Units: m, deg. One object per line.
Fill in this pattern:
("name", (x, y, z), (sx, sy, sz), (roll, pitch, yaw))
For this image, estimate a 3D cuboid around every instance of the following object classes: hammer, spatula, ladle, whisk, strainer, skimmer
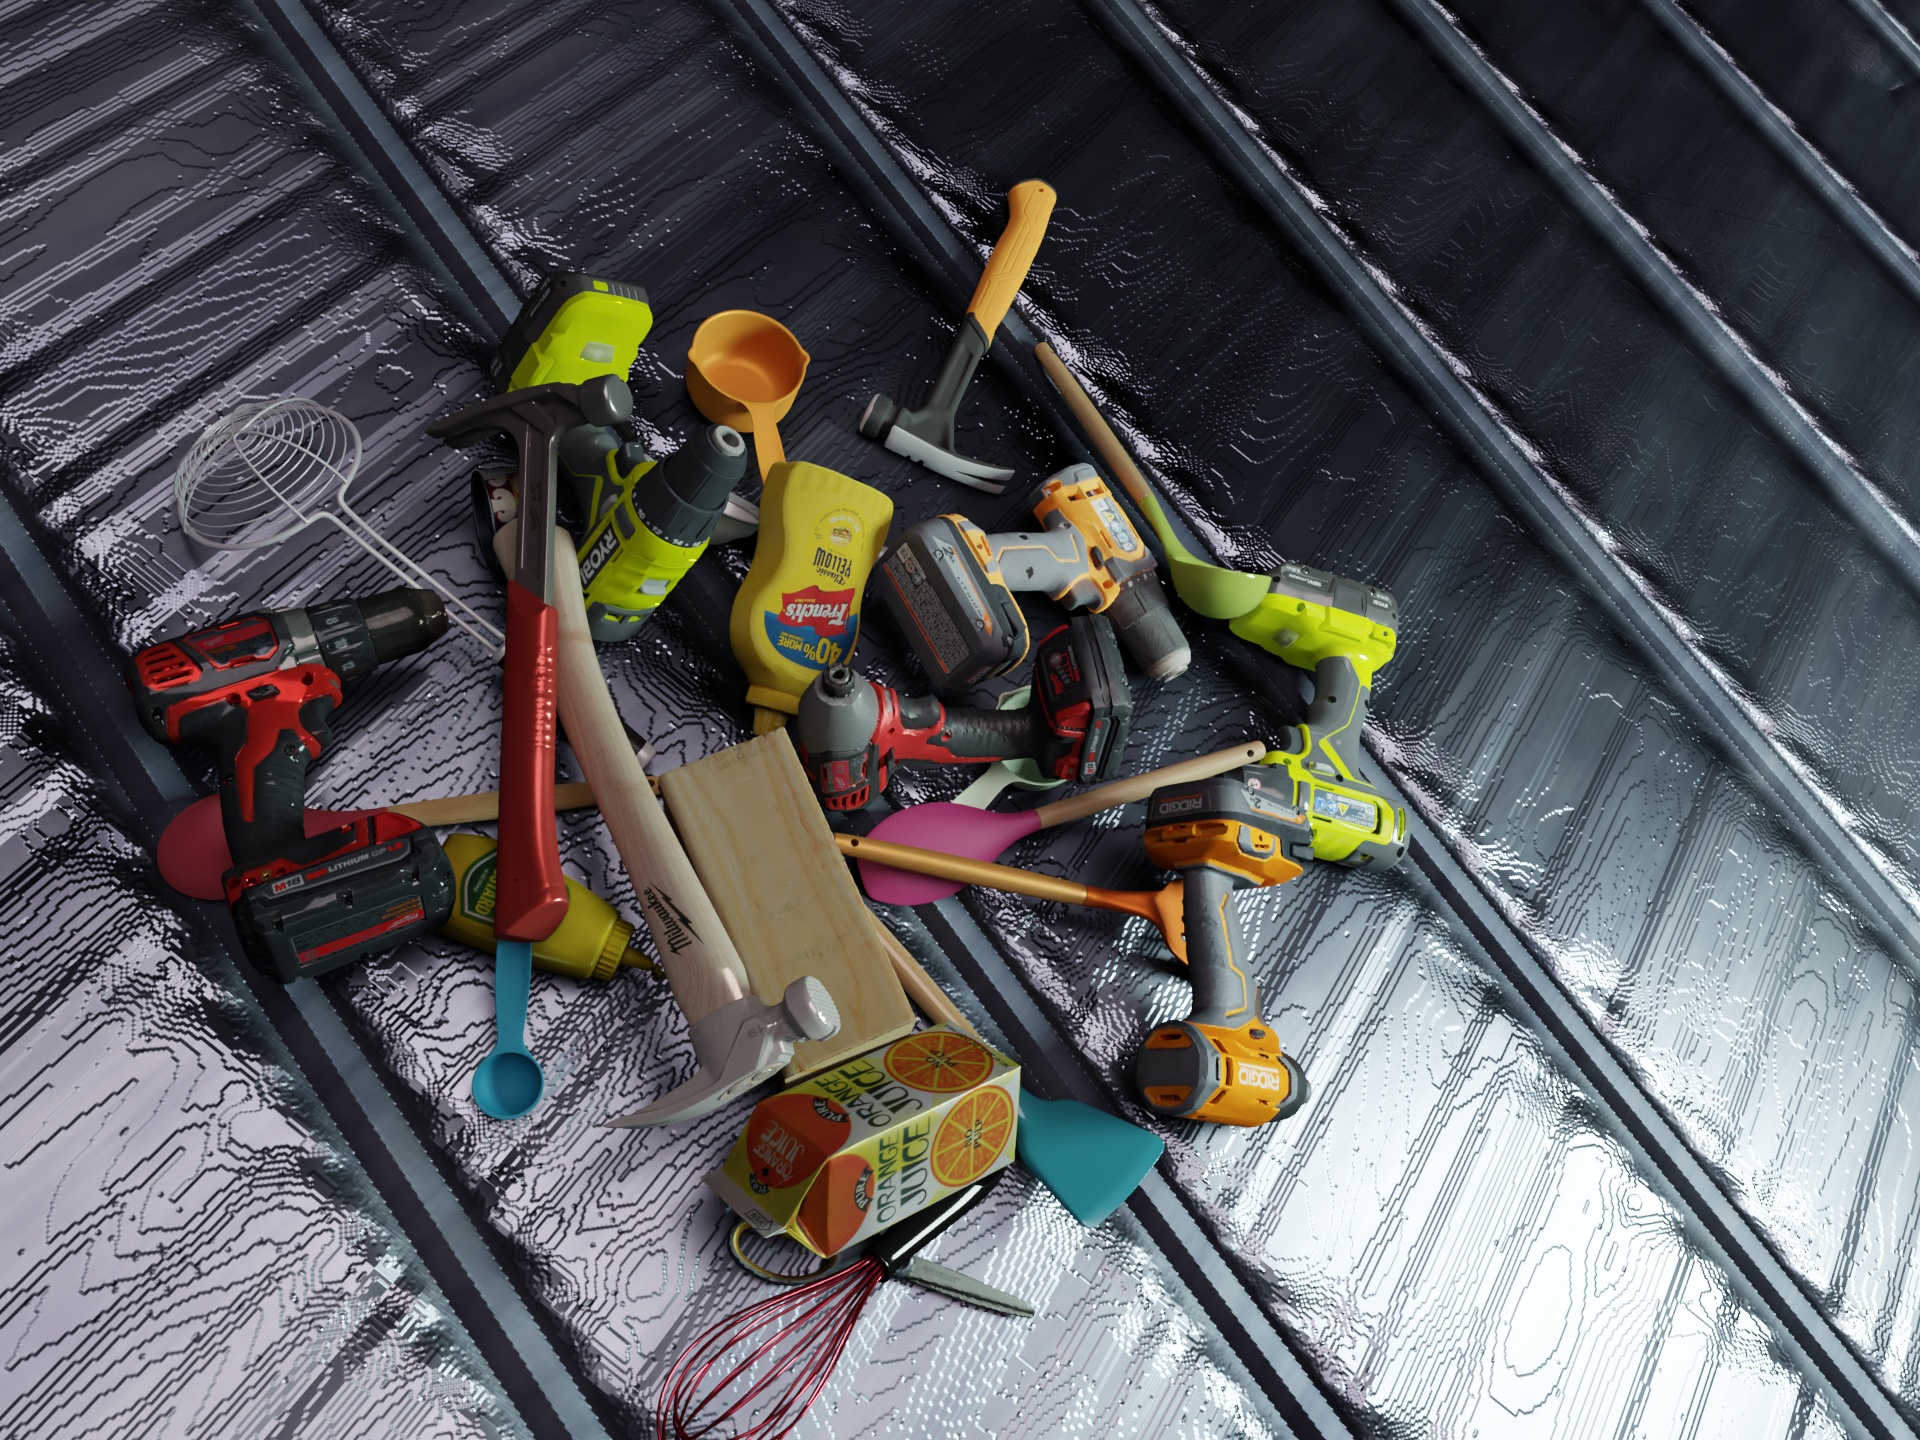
("hammer", (-0.276, -0.041, 0.994), (0.149, 0.036, 0.359), (-10, 71, 22))
("spatula", (-0.002, 0.198, 1.065), (0.317, 0.044, 0.082), (47, 60, 7))
("ladle", (0.146, -0.205, 1.288), (0.078, 0.062, 0.320), (3, 49, -46))
("ladle", (-0.339, 0.061, 1.016), (0.315, 0.031, 0.069), (-7, 68, -26))
("whisk", (-0.064, 0.334, 0.940), (0.073, 0.073, 0.296), (51, 45, 8))
("spatula", (0.060, 0.122, 1.119), (0.322, 0.041, 0.081), (14, 63, -17))
("strainer", (-0.119, -0.137, 1.190), (0.258, 0.050, 0.087), (15, 17, -19))
("hammer", (-0.219, 0.046, 0.986), (0.146, 0.038, 0.411), (-31, 66, 7))
("hammer", (0.028, -0.341, 1.351), (0.127, 0.034, 0.337), (25, 59, -7))
("skimmer", (-0.360, -0.081, 1.075), (0.363, 0.090, 0.127), (40, 66, -11))

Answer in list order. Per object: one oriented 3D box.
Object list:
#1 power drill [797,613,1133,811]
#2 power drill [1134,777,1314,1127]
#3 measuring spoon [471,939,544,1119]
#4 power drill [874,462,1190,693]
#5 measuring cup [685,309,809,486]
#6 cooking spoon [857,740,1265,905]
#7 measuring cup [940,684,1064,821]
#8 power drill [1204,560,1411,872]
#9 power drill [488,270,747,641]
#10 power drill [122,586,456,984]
("power drill", (-0.002, -0.003, 1.078), (0.219, 0.143, 0.079), (-8, 59, -7))
("power drill", (0.194, 0.168, 1.112), (0.164, 0.084, 0.227), (22, 65, -43))
("measuring spoon", (-0.272, 0.176, 0.966), (0.042, 0.021, 0.129), (3, 84, -15))
("power drill", (0.067, -0.091, 1.206), (0.226, 0.084, 0.185), (-23, 79, -41))
("measuring cup", (-0.159, -0.227, 1.213), (0.095, 0.052, 0.174), (-5, 69, -23))
("cooking spoon", (0.078, 0.064, 1.143), (0.319, 0.017, 0.069), (-16, 92, -16))
("measuring cup", (0.024, 0.045, 1.162), (0.083, 0.038, 0.167), (46, 73, 2))
("power drill", (0.269, -0.005, 1.253), (0.171, 0.080, 0.223), (16, 63, -13))
("power drill", (-0.233, -0.194, 1.090), (0.080, 0.190, 0.229), (-1, 57, -45))
("power drill", (-0.374, 0.022, 0.951), (0.188, 0.080, 0.227), (-21, 65, -24))
